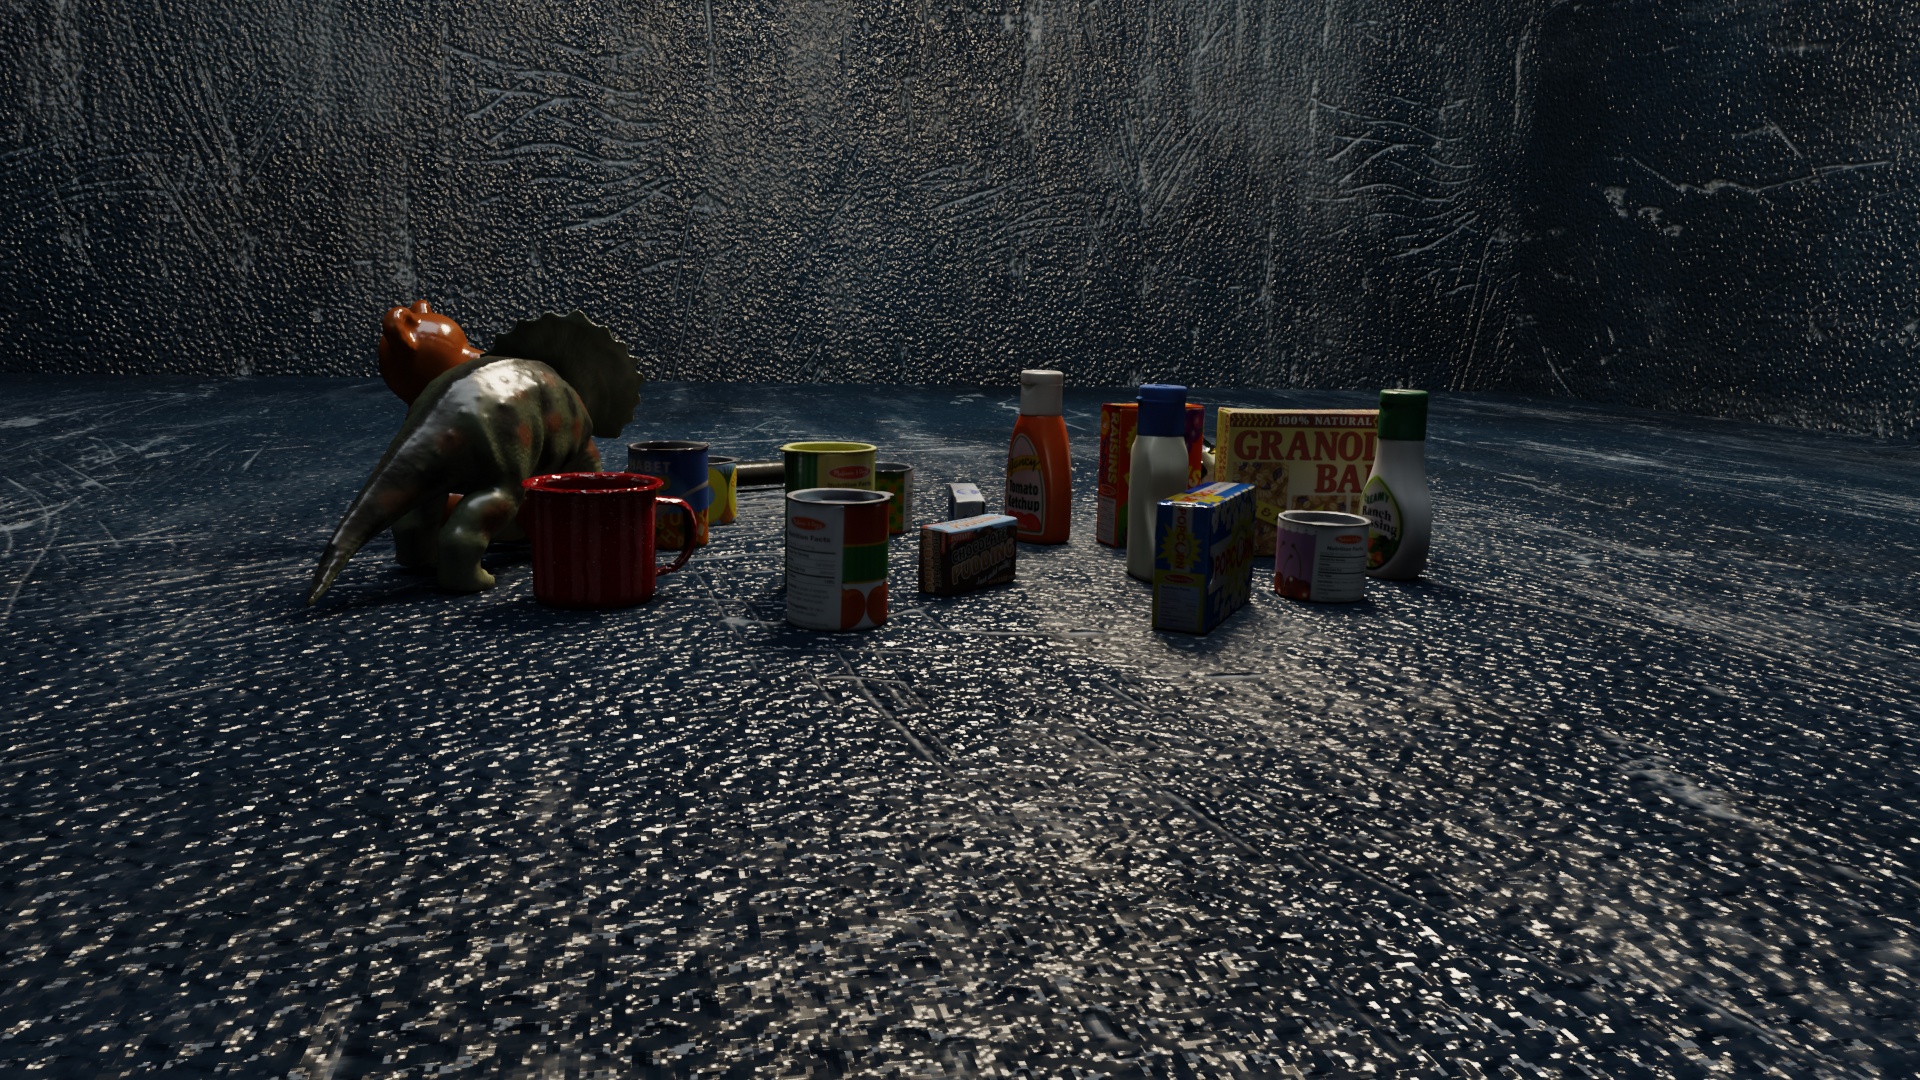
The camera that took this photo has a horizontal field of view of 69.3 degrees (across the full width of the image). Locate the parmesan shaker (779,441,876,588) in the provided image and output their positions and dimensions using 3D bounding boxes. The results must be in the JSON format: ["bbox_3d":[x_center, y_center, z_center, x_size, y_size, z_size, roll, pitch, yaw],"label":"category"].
[{"bbox_3d":[-0.097,-0.017,0.998,0.071,0.103,0.071,2,10,0],"label":"parmesan shaker"}]

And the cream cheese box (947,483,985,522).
[{"bbox_3d":[0.004,-0.014,1.143,0.024,0.053,0.104,1,10,-4],"label":"cream cheese box"}]

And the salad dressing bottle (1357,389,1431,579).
[{"bbox_3d":[0.345,-0.045,1.098,0.044,0.147,0.064,-2,10,-23],"label":"salad dressing bottle"}]

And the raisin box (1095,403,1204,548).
[{"bbox_3d":[0.166,-0.058,1.216,0.086,0.123,0.040,-2,10,-22],"label":"raisin box"}]

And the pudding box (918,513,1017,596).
[{"bbox_3d":[0.006,0.009,1.019,0.030,0.049,0.084,9,12,38],"label":"pudding box"}]

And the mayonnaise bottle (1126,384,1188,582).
[{"bbox_3d":[0.153,-0.045,1.067,0.041,0.147,0.065,0,10,-11],"label":"mayonnaise bottle"}]

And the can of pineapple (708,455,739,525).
[{"bbox_3d":[-0.237,-0.046,1.274,0.071,0.057,0.071,2,10,0],"label":"can of pineapple"}]

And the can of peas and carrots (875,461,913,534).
[{"bbox_3d":[-0.078,-0.039,1.255,0.071,0.058,0.071,2,10,0],"label":"can of peas and carrots"}]

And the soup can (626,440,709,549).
[{"bbox_3d":[-0.245,-0.038,1.153,0.071,0.083,0.071,2,10,0],"label":"soup can"}]

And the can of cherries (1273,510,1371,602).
[{"bbox_3d":[0.265,0.011,1.026,0.071,0.058,0.071,2,10,0],"label":"can of cherries"}]

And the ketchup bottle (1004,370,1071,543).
[{"bbox_3d":[0.069,-0.074,1.216,0.044,0.148,0.065,-7,12,-40],"label":"ketchup bottle"}]

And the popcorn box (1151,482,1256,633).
[{"bbox_3d":[0.168,0.009,0.946,0.038,0.085,0.127,6,11,24],"label":"popcorn box"}]

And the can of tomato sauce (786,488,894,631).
[{"bbox_3d":[-0.078,0.011,0.901,0.071,0.083,0.071,2,10,0],"label":"can of tomato sauce"}]

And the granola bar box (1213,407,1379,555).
[{"bbox_3d":[0.300,-0.050,1.188,0.166,0.124,0.039,0,10,-9],"label":"granola bar box"}]
